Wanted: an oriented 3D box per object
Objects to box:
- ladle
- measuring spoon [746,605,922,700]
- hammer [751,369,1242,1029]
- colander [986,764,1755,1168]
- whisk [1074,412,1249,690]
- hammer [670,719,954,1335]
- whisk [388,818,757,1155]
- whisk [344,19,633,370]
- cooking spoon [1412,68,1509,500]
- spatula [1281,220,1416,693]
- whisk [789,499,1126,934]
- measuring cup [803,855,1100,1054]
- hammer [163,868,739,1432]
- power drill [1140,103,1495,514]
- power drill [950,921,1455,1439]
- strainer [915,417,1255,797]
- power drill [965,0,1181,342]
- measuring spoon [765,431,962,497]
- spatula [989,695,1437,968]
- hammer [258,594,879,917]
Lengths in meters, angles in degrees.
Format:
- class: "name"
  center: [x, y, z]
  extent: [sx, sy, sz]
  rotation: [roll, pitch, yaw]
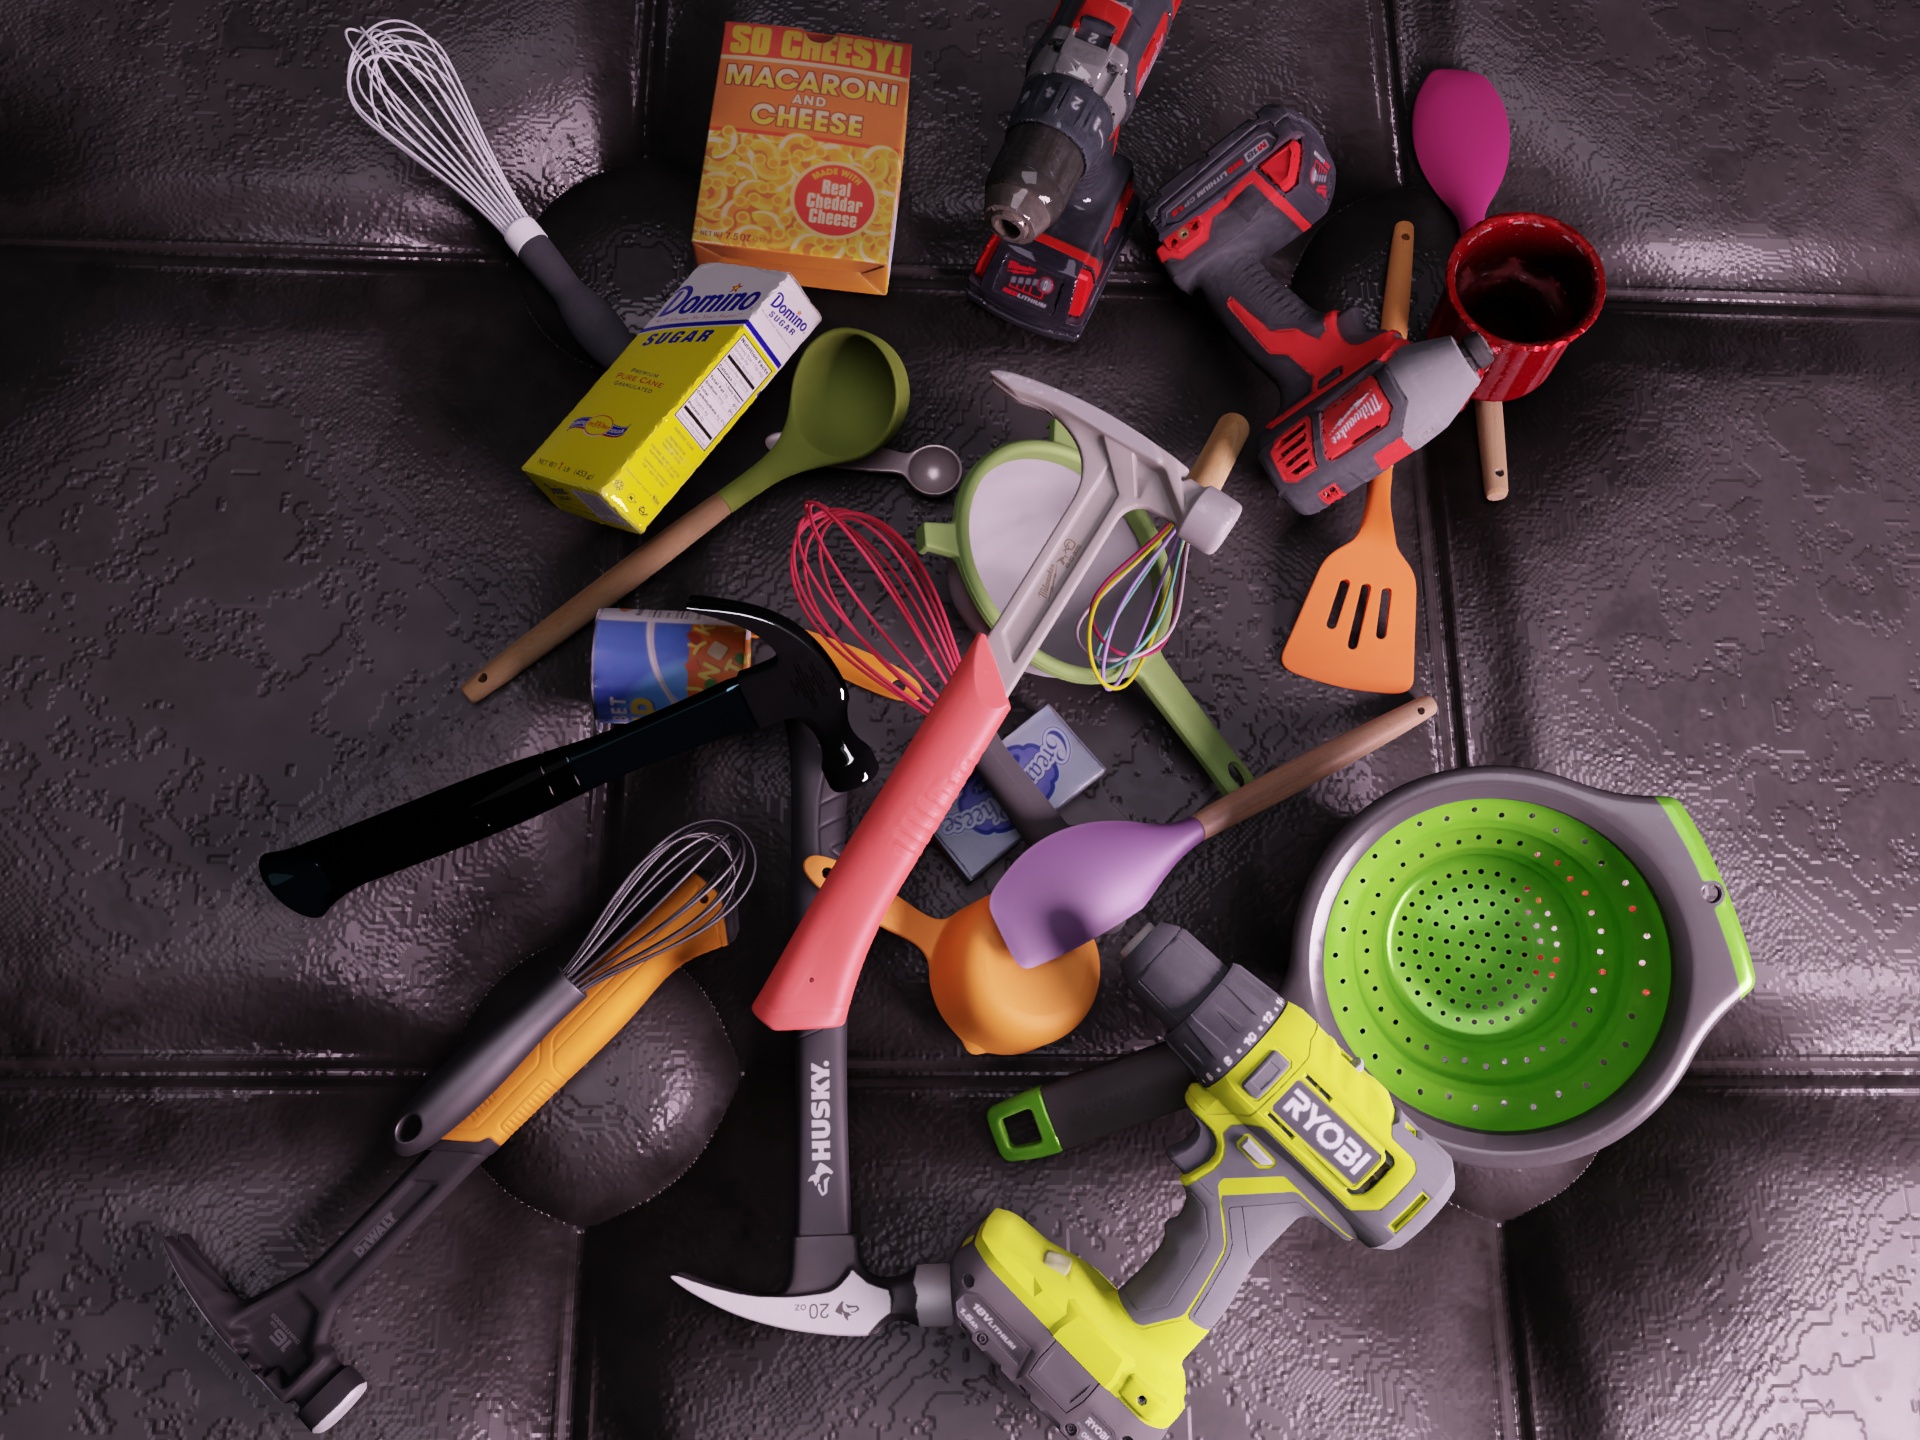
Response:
- class: "ladle"
  center: [-0.162, -0.116, 0.929]
  extent: [0.320, 0.062, 0.078]
  rotation: [-39, 74, -8]
- class: "measuring spoon"
  center: [-0.077, -0.037, 0.942]
  extent: [0.117, 0.011, 0.021]
  rotation: [24, 74, 0]
- class: "hammer"
  center: [-0.010, 0.000, 0.828]
  extent: [0.149, 0.036, 0.359]
  rotation: [32, 90, 7]
- class: "colander"
  center: [0.206, 0.155, 0.863]
  extent: [0.397, 0.094, 0.204]
  rotation: [-22, 84, 11]
- class: "whisk"
  center: [0.123, -0.107, 0.918]
  extent: [0.047, 0.051, 0.245]
  rotation: [38, 51, -8]
- class: "hammer"
  center: [-0.082, 0.158, 0.870]
  extent: [0.146, 0.035, 0.335]
  rotation: [-1, 74, -5]
- class: "whisk"
  center: [-0.201, 0.139, 0.829]
  extent: [0.239, 0.055, 0.055]
  rotation: [-43, 81, -10]
- class: "whisk"
  center: [-0.289, -0.324, 0.991]
  extent: [0.070, 0.070, 0.284]
  rotation: [-38, 85, -13]
- class: "cooking spoon"
  center: [0.337, -0.292, 1.038]
  extent: [0.068, 0.017, 0.319]
  rotation: [3, 74, -6]
- class: "spatula"
  center: [0.262, -0.175, 0.999]
  extent: [0.081, 0.041, 0.323]
  rotation: [11, 69, 0]
- class: "whisk"
  center: [-0.001, -0.003, 0.883]
  extent: [0.073, 0.073, 0.296]
  rotation: [-36, 86, -13]
- class: "measuring cup"
  center: [-0.003, 0.114, 0.857]
  extent: [0.173, 0.052, 0.095]
  rotation: [31, 64, -11]
- class: "hammer"
  center: [-0.252, 0.202, 0.846]
  extent: [0.127, 0.034, 0.337]
  rotation: [43, 75, 7]
- class: "power drill"
  center: [0.213, -0.249, 0.956]
  extent: [0.143, 0.078, 0.220]
  rotation: [-33, 72, 26]
- class: "power drill"
  center: [0.102, 0.233, 0.798]
  extent: [0.190, 0.080, 0.228]
  rotation: [43, 96, 8]
- class: "strainer"
  center: [0.078, -0.042, 0.931]
  extent: [0.256, 0.069, 0.151]
  rotation: [51, 52, -7]
- class: "power drill"
  center: [0.057, -0.310, 0.916]
  extent: [0.080, 0.226, 0.188]
  rotation: [24, 73, 3]
- class: "measuring spoon"
  center: [-0.060, -0.159, 0.978]
  extent: [0.124, 0.018, 0.034]
  rotation: [11, 70, 7]
- class: "spatula"
  center: [0.151, 0.048, 0.890]
  extent: [0.316, 0.018, 0.060]
  rotation: [-24, 87, -24]
- class: "hammer"
  center: [-0.220, 0.032, 0.863]
  extent: [0.331, 0.033, 0.128]
  rotation: [-22, 106, 2]
